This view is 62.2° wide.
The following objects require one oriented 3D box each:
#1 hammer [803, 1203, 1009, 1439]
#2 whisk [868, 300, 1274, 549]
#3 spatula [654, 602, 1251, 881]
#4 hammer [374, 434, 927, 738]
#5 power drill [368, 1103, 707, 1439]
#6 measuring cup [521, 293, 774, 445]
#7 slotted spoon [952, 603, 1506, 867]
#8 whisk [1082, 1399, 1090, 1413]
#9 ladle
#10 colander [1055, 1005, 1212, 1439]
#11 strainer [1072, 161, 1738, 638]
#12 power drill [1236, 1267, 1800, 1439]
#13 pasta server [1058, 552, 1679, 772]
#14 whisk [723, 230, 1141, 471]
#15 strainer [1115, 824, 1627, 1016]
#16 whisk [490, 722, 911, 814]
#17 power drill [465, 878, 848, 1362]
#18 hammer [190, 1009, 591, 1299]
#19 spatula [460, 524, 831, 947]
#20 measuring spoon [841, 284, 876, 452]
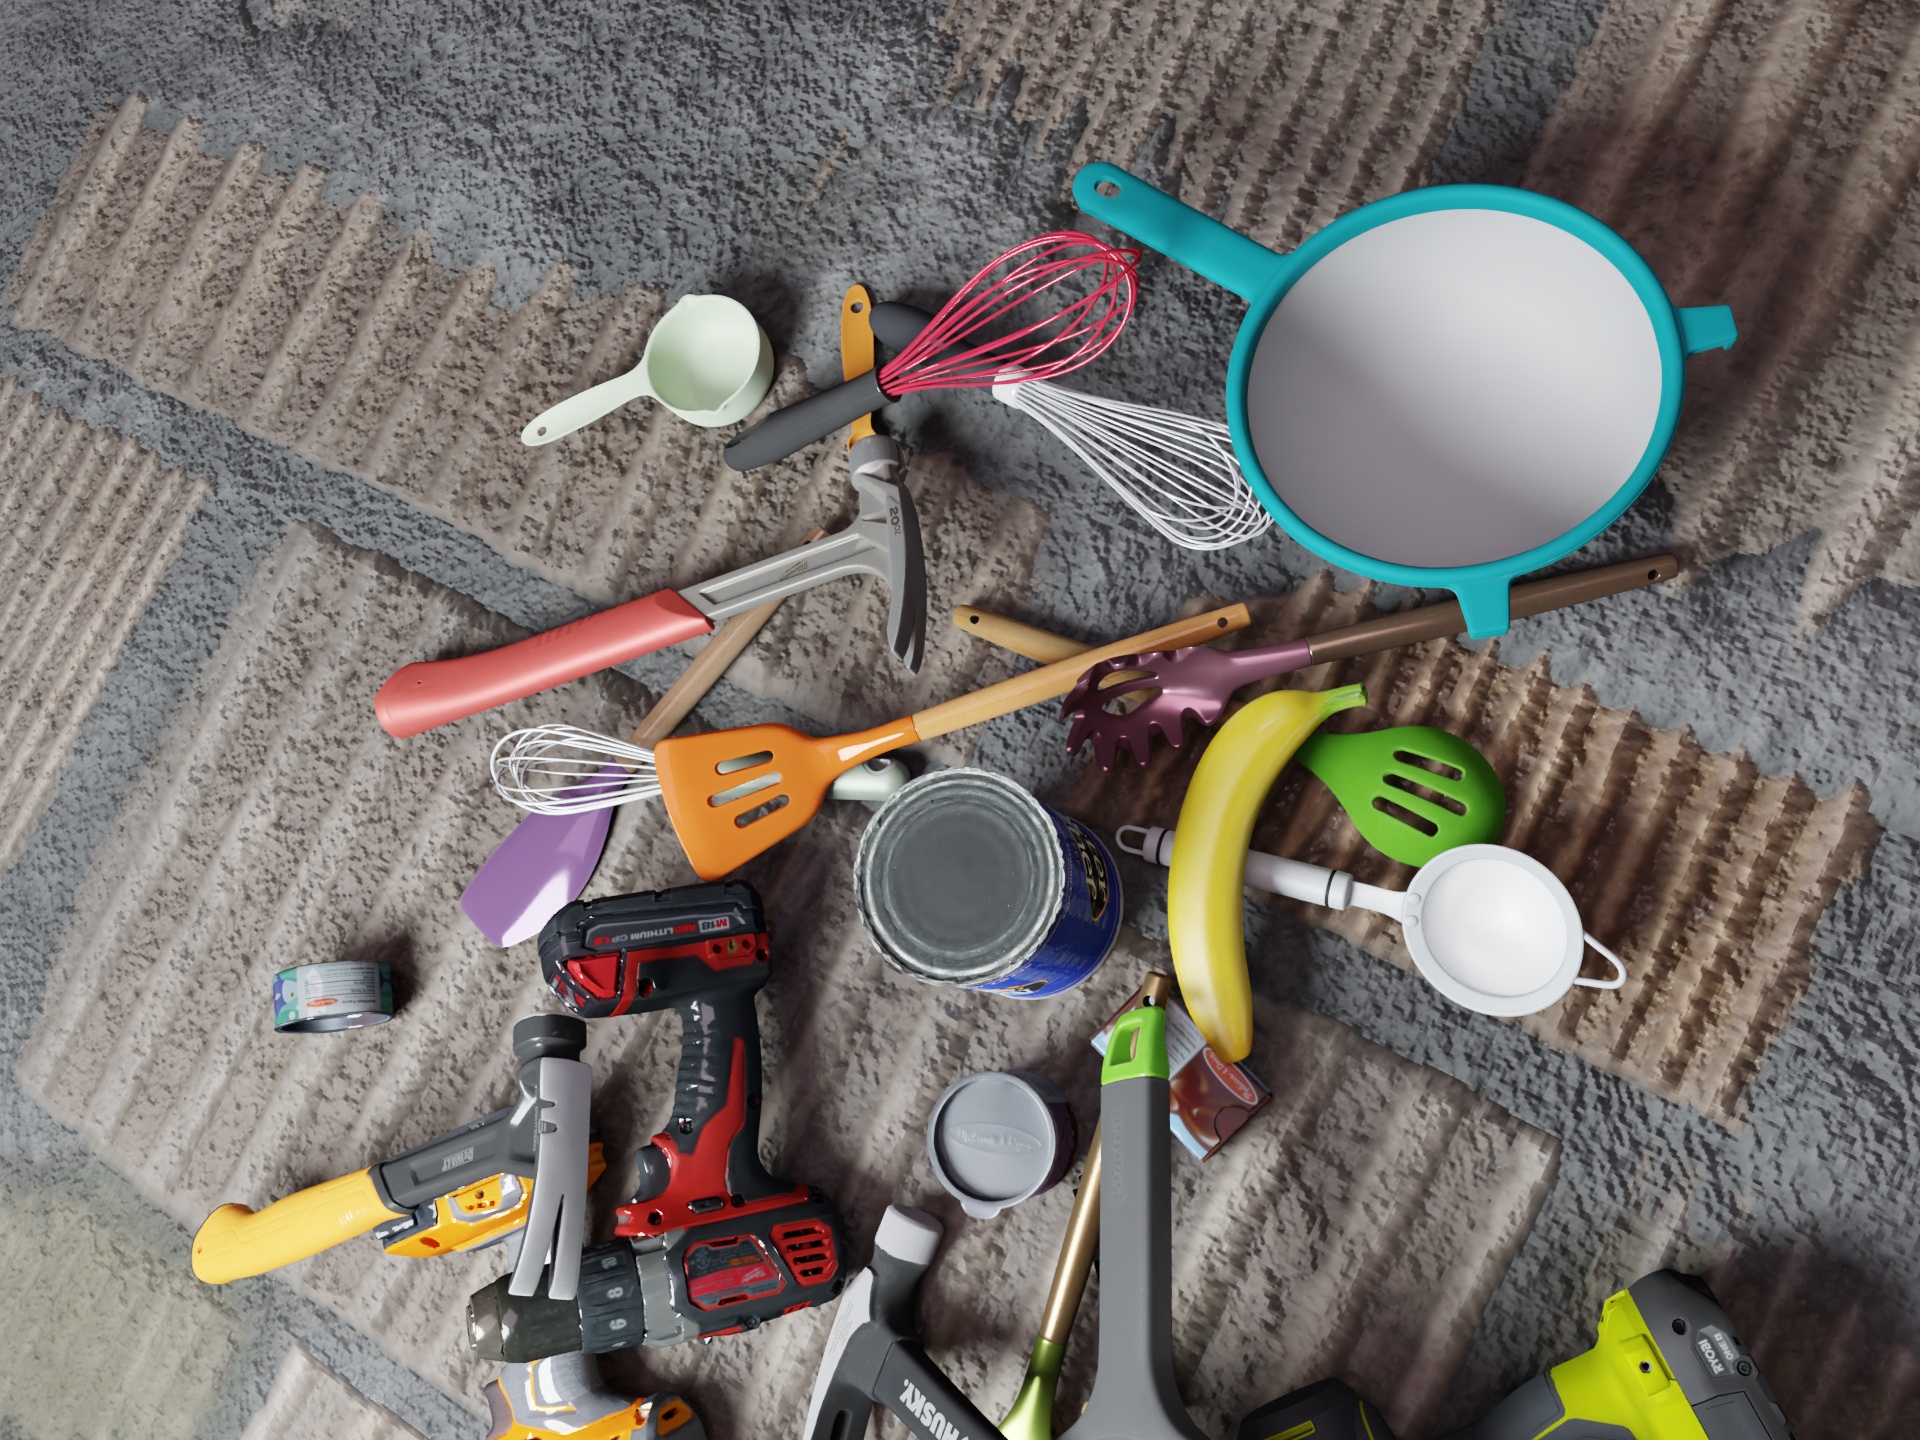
[{"bbox_3d":[0.025,0.342,0.688,0.335,0.035,0.146,14,81,59],"label":"hammer"},{"bbox_3d":[0.056,-0.175,0.888,0.285,0.070,0.070,33,89,26],"label":"whisk"},{"bbox_3d":[-0.001,-0.003,0.844,0.322,0.041,0.081,-19,92,7],"label":"spatula"},{"bbox_3d":[-0.187,-0.046,0.920,0.359,0.036,0.149,-17,57,18],"label":"hammer"},{"bbox_3d":[-0.243,0.335,0.856,0.164,0.084,0.227,-25,76,13],"label":"power drill"},{"bbox_3d":[-0.191,-0.200,0.978,0.167,0.038,0.083,-21,73,14],"label":"measuring cup"},{"bbox_3d":[0.132,-0.004,0.841,0.314,0.031,0.070,23,86,22],"label":"slotted spoon"},{"bbox_3d":[0.105,0.444,0.745,0.047,0.051,0.245,-26,69,16],"label":"whisk"},{"bbox_3d":[0.049,0.277,0.773,0.078,0.062,0.320,16,89,22],"label":"ladle"},{"bbox_3d":[0.105,0.329,0.700,0.204,0.094,0.397,-30,50,50],"label":"colander"},{"bbox_3d":[0.199,-0.189,0.827,0.341,0.095,0.211,38,88,24],"label":"strainer"},{"bbox_3d":[0.259,0.362,0.697,0.228,0.080,0.191,-29,70,12],"label":"power drill"},{"bbox_3d":[0.204,-0.038,0.802,0.316,0.040,0.060,-13,116,5],"label":"pasta server"},{"bbox_3d":[-0.025,-0.193,0.877,0.296,0.073,0.073,-17,73,35],"label":"whisk"},{"bbox_3d":[0.198,0.085,0.794,0.258,0.050,0.086,13,110,25],"label":"strainer"},{"bbox_3d":[-0.149,0.031,0.902,0.246,0.058,0.059,1,120,9],"label":"whisk"},{"bbox_3d":[-0.167,0.208,0.821,0.188,0.080,0.227,-6,73,-22],"label":"power drill"},{"bbox_3d":[-0.301,0.252,0.810,0.337,0.034,0.127,-26,56,34],"label":"hammer"},{"bbox_3d":[-0.181,0.009,0.939,0.060,0.018,0.316,42,93,16],"label":"spatula"},{"bbox_3d":[-0.059,-0.208,0.954,0.021,0.011,0.117,-9,72,16],"label":"measuring spoon"}]
